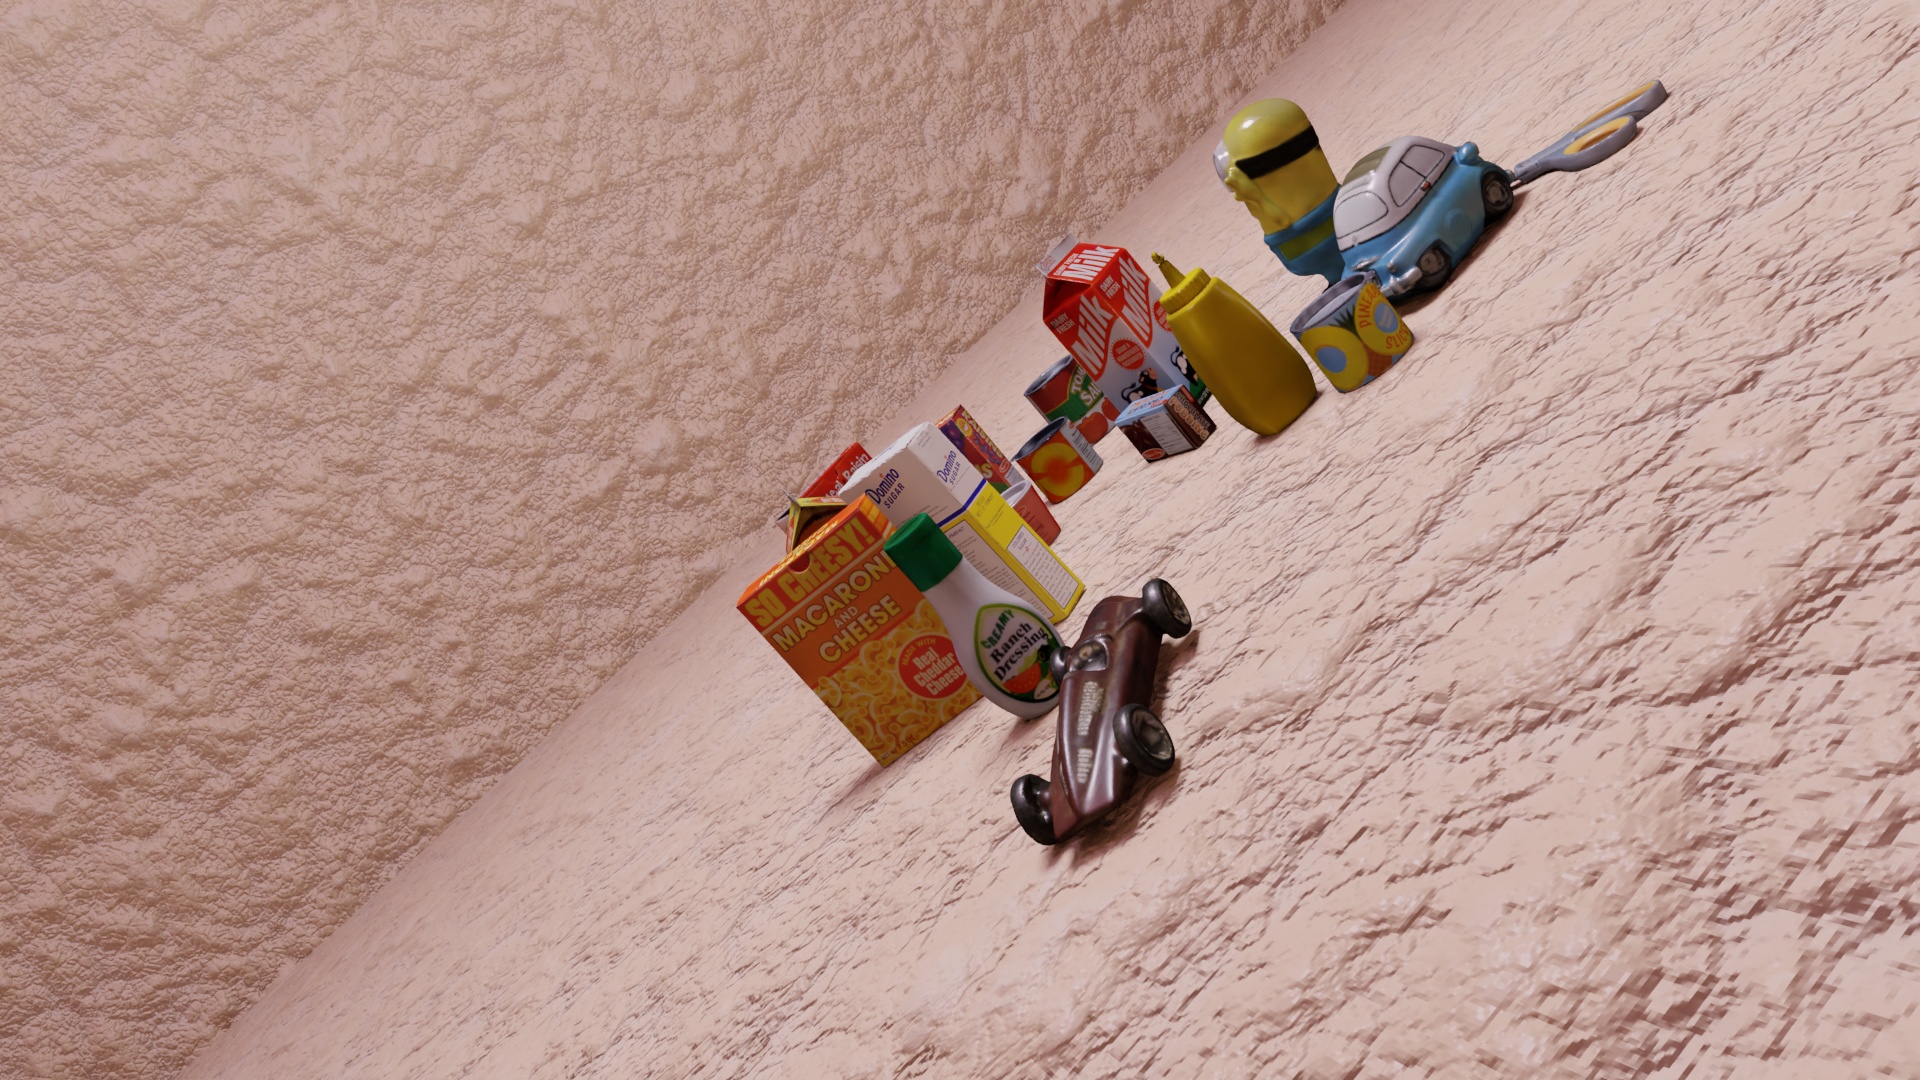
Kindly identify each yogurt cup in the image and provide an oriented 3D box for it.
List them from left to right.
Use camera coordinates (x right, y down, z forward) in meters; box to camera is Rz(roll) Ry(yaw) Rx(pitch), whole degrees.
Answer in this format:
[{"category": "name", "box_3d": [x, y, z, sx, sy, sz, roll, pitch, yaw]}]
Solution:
[{"category": "yogurt cup", "box_3d": [0.052, -0.013, 1.239, 0.072, 0.054, 0.072, -39, 11, 9]}]

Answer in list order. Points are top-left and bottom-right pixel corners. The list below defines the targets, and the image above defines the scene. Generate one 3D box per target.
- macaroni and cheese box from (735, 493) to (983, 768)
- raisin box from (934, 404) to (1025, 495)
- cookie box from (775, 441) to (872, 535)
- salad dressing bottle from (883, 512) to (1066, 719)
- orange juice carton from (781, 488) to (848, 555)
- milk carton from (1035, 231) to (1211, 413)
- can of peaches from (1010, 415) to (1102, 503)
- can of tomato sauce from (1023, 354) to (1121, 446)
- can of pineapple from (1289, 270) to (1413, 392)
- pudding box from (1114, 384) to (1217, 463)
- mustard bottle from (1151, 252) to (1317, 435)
[{"category": "macaroni and cheese box", "box_3d": [-0.063, 0.067, 1.018, 0.123, 0.166, 0.040, -38, 11, 16]}, {"category": "raisin box", "box_3d": [0.006, -0.064, 1.411, 0.086, 0.123, 0.040, -35, 12, 31]}, {"category": "cookie box", "box_3d": [-0.084, 0.002, 1.345, 0.040, 0.167, 0.123, -32, 14, 41]}, {"category": "salad dressing bottle", "box_3d": [0.011, 0.048, 0.891, 0.064, 0.147, 0.044, -44, 11, -14]}, {"category": "orange juice carton", "box_3d": [-0.083, 0.030, 1.168, 0.073, 0.192, 0.072, -42, 11, -3]}, {"category": "milk carton", "box_3d": [0.145, -0.191, 1.257, 0.073, 0.190, 0.073, -30, 16, 47]}, {"category": "can of peaches", "box_3d": [0.093, -0.076, 1.336, 0.071, 0.058, 0.071, -39, 11, 9]}, {"category": "can of tomato sauce", "box_3d": [0.118, -0.142, 1.440, 0.071, 0.083, 0.071, -40, 11, 9]}, {"category": "can of pineapple", "box_3d": [0.278, -0.148, 0.982, 0.071, 0.058, 0.071, -39, 11, 9]}, {"category": "pudding box", "box_3d": [0.172, -0.098, 1.173, 0.030, 0.049, 0.083, -45, 12, -21]}, {"category": "mustard bottle", "box_3d": [0.192, -0.151, 1.018, 0.065, 0.160, 0.049, -43, 11, -9]}]
